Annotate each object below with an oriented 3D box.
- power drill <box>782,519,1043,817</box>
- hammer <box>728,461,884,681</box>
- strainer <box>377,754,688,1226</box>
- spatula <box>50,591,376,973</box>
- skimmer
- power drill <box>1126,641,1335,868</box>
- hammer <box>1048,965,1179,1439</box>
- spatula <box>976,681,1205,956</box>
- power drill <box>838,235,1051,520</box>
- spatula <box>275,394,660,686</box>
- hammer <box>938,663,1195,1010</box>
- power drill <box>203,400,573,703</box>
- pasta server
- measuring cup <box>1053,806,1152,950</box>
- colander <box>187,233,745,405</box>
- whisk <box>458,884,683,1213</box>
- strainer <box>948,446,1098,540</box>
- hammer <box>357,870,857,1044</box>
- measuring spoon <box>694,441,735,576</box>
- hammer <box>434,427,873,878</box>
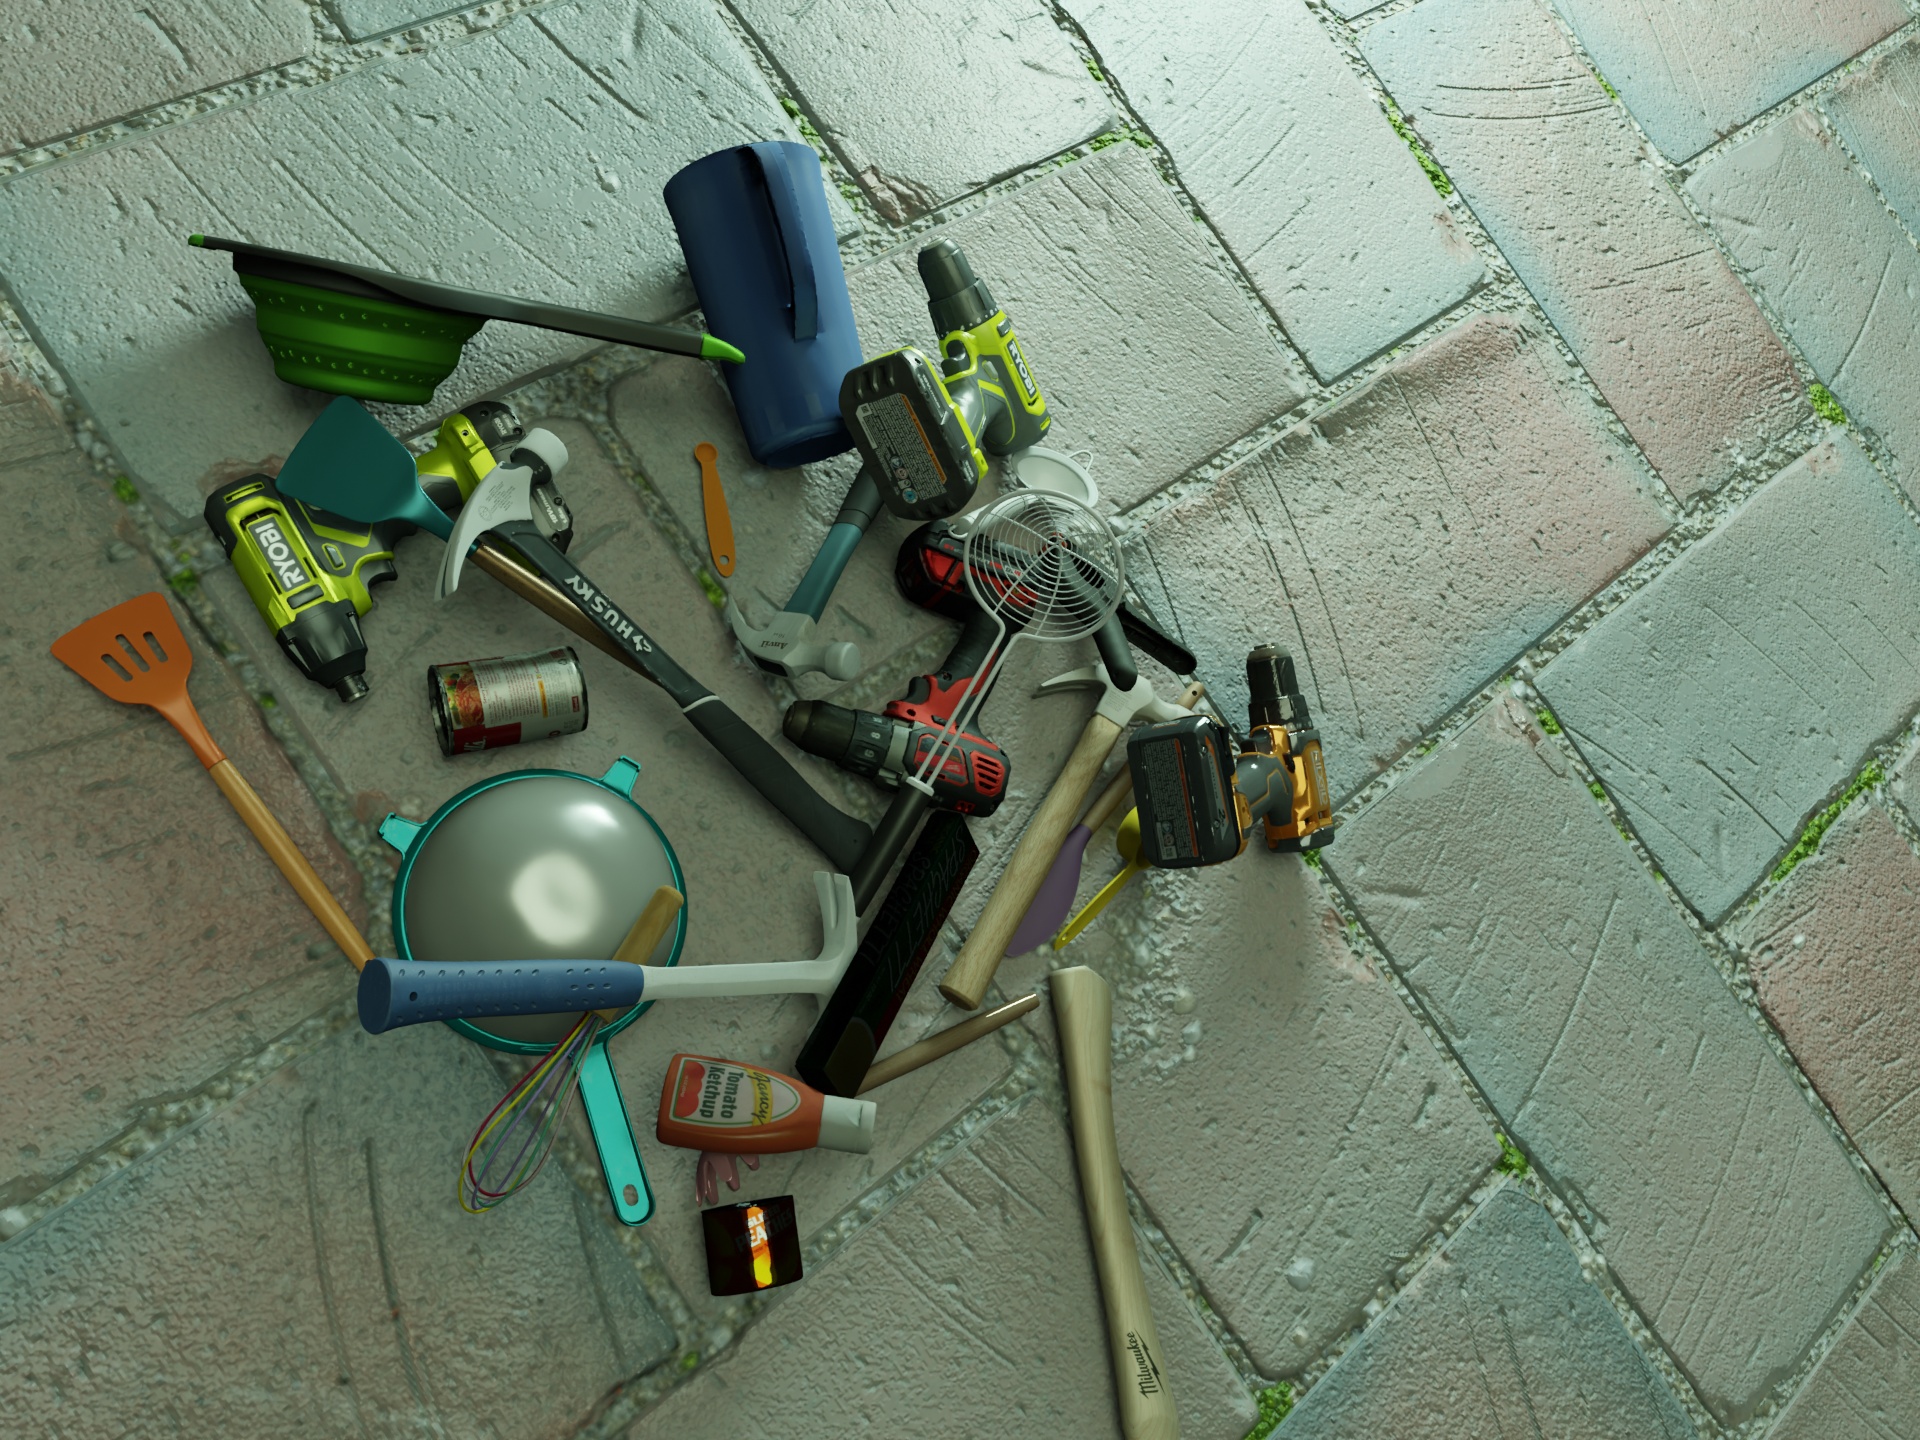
[{"bbox_3d":[-0.034,-0.047,1.301,0.187,0.080,0.227,19,70,-16],"label":"power drill"},{"bbox_3d":[-0.087,-0.166,1.312,0.128,0.033,0.331,7,53,25],"label":"hammer"},{"bbox_3d":[-0.268,0.185,1.114,0.211,0.095,0.340,-14,78,-26],"label":"strainer"},{"bbox_3d":[-0.500,0.052,1.103,0.081,0.041,0.322,-37,94,-28],"label":"spatula"},{"bbox_3d":[-0.002,-0.004,1.205,0.127,0.090,0.363,30,87,2],"label":"skimmer"},{"bbox_3d":[0.234,0.029,1.342,0.226,0.084,0.185,-6,86,-49],"label":"power drill"},{"bbox_3d":[0.110,0.399,1.237,0.146,0.038,0.411,-3,74,-22],"label":"hammer"},{"bbox_3d":[0.123,0.077,1.356,0.060,0.018,0.316,41,64,-1],"label":"spatula"},{"bbox_3d":[-0.012,-0.283,1.316,0.190,0.080,0.229,63,33,-22],"label":"power drill"},{"bbox_3d":[-0.331,-0.110,1.151,0.317,0.044,0.082,37,76,-26],"label":"spatula"},{"bbox_3d":[0.071,0.089,1.310,0.130,0.031,0.331,31,64,1],"label":"hammer"},{"bbox_3d":[-0.408,-0.128,1.171,0.223,0.080,0.171,-30,91,-24],"label":"power drill"},{"bbox_3d":[-0.064,0.277,1.202,0.316,0.060,0.040,-20,65,-30],"label":"pasta server"},{"bbox_3d":[0.122,0.129,1.331,0.029,0.062,0.156,35,72,33],"label":"measuring cup"},{"bbox_3d":[-0.364,-0.276,1.196,0.397,0.205,0.094,8,102,-18],"label":"colander"},{"bbox_3d":[-0.255,0.214,1.055,0.047,0.051,0.245,41,64,-24],"label":"whisk"},{"bbox_3d":[0.049,-0.186,1.356,0.087,0.050,0.258,38,32,10],"label":"strainer"},{"bbox_3d":[-0.207,0.168,1.053,0.405,0.035,0.144,10,84,-52],"label":"hammer"},{"bbox_3d":[-0.202,-0.173,1.308,0.021,0.011,0.117,-7,80,-24],"label":"measuring spoon"},{"bbox_3d":[-0.209,-0.022,1.179,0.408,0.036,0.149,46,53,-22],"label":"hammer"}]
